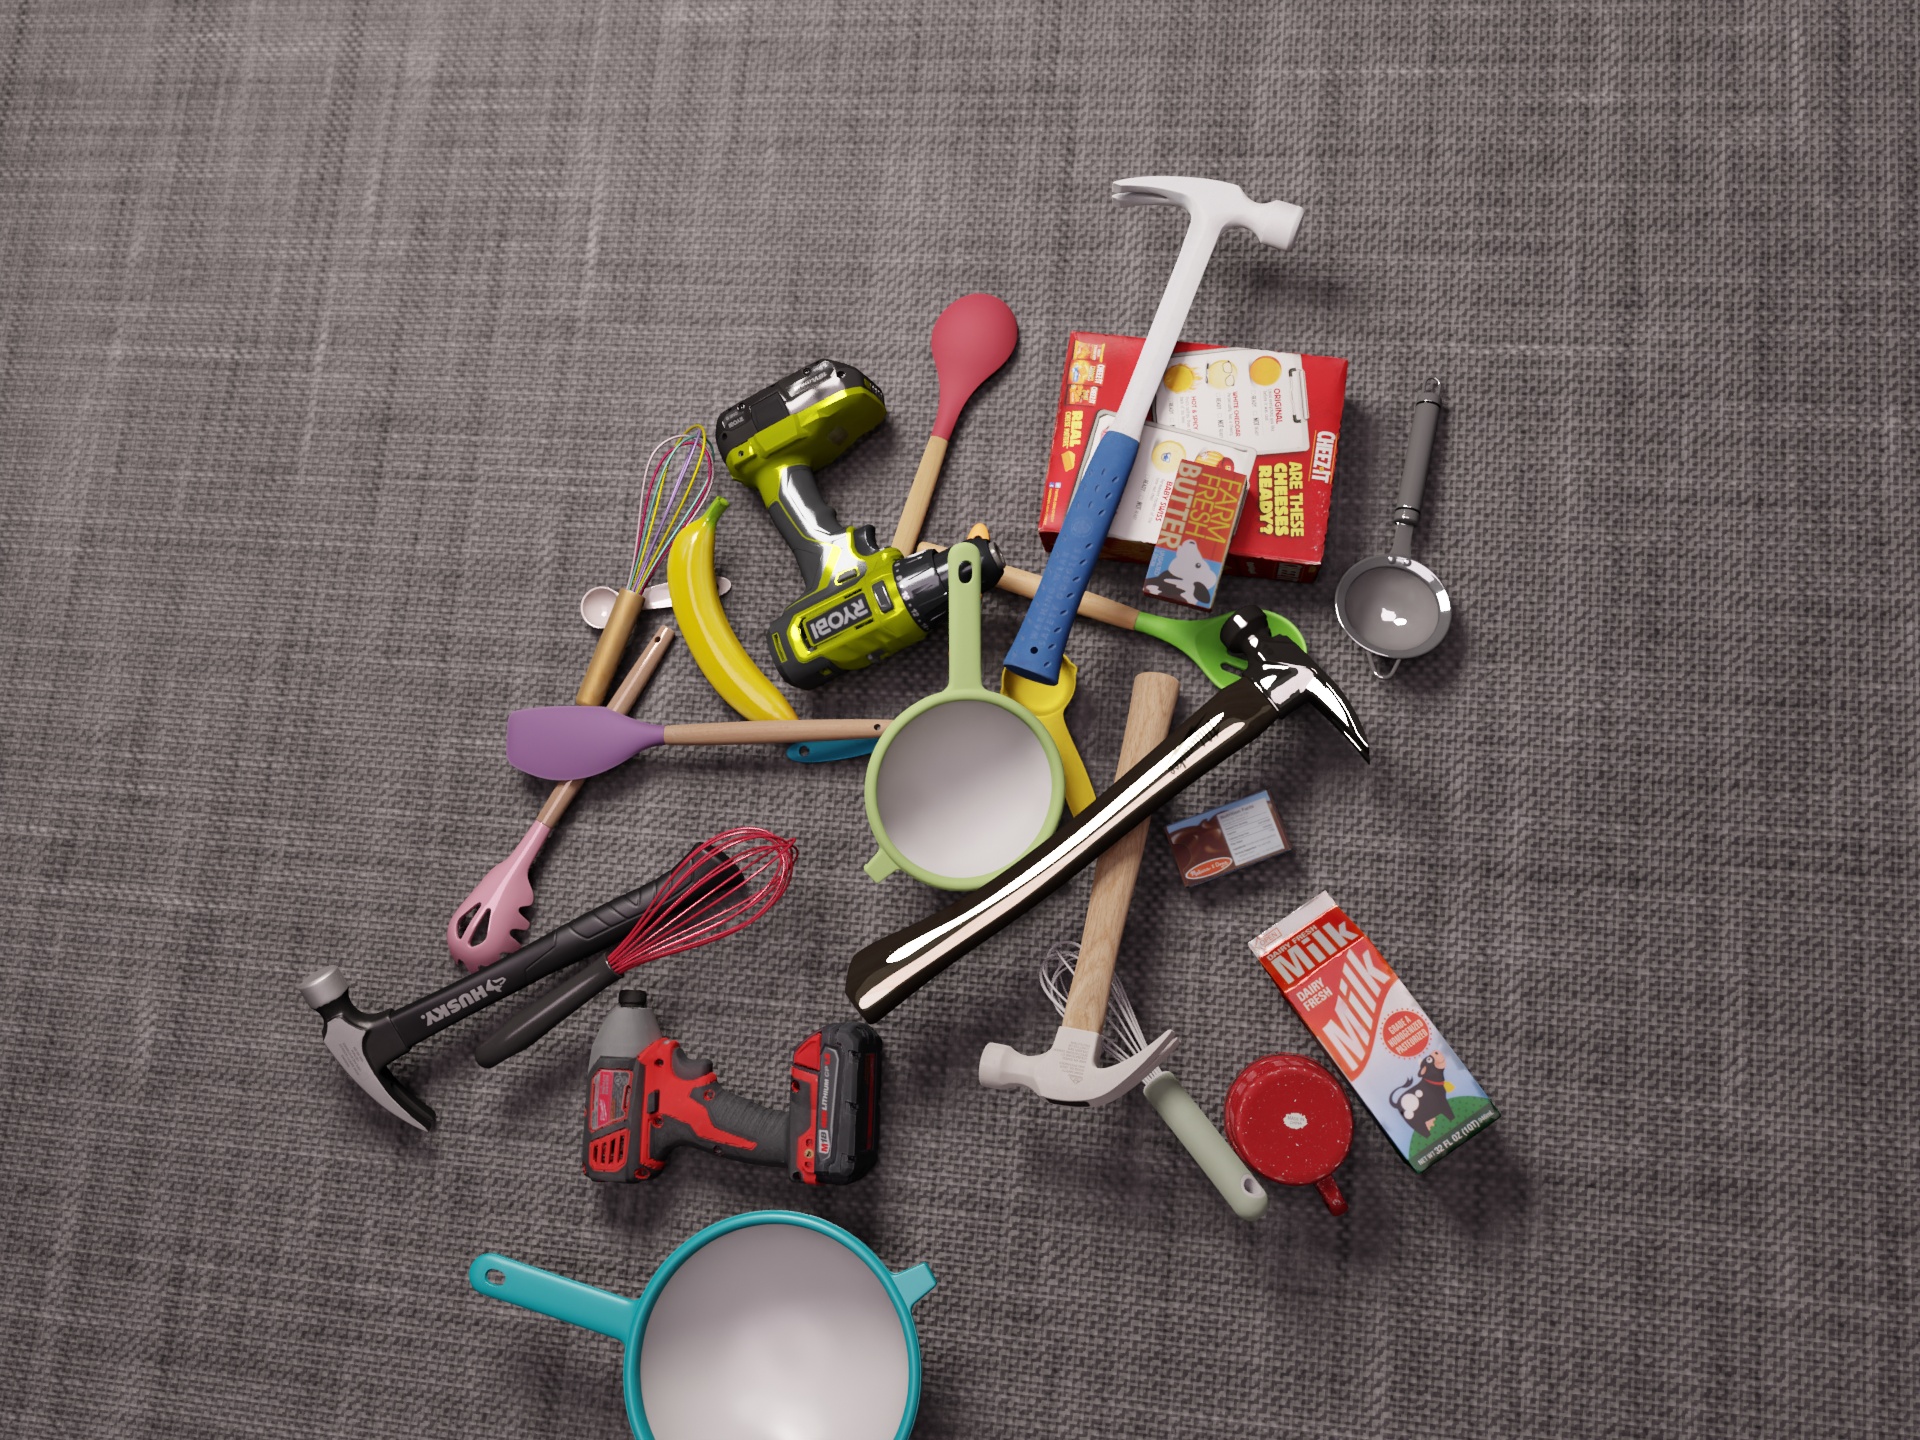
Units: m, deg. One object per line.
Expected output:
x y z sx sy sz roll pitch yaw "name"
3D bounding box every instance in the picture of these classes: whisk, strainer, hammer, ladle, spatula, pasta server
0.134 0.252 1.128 0.247 0.057 0.059 50 131 33 "whisk"
0.338 -0.145 1.205 0.087 0.050 0.258 13 76 5 "strainer"
-0.322 0.189 1.229 0.335 0.035 0.146 -27 103 -4 "hammer"
-0.254 -0.123 1.276 0.047 0.051 0.245 22 90 22 "whisk"
0.118 -0.220 1.176 0.144 0.035 0.405 20 81 11 "hammer"
-0.186 0.443 1.149 0.340 0.095 0.211 13 79 13 "strainer"
0.114 0.116 1.155 0.130 0.031 0.331 7 67 21 "hammer"
0.096 0.089 1.137 0.410 0.038 0.146 -37 60 -2 "hammer"
-0.026 -0.202 1.277 0.069 0.031 0.315 17 84 11 "ladle"
-0.205 0.013 1.242 0.316 0.018 0.060 -2 81 8 "spatula"
-0.002 -0.004 1.192 0.151 0.069 0.256 -1 95 -12 "strainer"
-0.244 0.172 1.192 0.296 0.073 0.073 -35 77 4 "whisk"
-0.316 0.061 1.273 0.060 0.040 0.316 29 81 12 "pasta server"

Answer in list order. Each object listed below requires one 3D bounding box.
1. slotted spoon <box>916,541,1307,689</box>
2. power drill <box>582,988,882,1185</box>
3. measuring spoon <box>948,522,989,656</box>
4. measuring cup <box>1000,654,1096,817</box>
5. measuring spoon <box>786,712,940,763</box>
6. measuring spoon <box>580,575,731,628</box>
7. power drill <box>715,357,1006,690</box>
0.113 -0.087 1.230 0.314 0.031 0.070 19 83 11 "slotted spoon"
-0.174 0.275 1.188 0.219 0.078 0.143 -1 79 11 "power drill"
0.007 -0.101 1.260 0.021 0.011 0.117 7 81 10 "measuring spoon"
0.077 0.017 1.226 0.062 0.029 0.156 -20 89 5 "measuring cup"
-0.075 0.019 1.251 0.128 0.021 0.042 -7 84 16 "measuring spoon"
-0.247 -0.099 1.299 0.124 0.018 0.034 -10 86 0 "measuring spoon"
-0.082 -0.158 1.236 0.190 0.080 0.229 -25 75 14 "power drill"
